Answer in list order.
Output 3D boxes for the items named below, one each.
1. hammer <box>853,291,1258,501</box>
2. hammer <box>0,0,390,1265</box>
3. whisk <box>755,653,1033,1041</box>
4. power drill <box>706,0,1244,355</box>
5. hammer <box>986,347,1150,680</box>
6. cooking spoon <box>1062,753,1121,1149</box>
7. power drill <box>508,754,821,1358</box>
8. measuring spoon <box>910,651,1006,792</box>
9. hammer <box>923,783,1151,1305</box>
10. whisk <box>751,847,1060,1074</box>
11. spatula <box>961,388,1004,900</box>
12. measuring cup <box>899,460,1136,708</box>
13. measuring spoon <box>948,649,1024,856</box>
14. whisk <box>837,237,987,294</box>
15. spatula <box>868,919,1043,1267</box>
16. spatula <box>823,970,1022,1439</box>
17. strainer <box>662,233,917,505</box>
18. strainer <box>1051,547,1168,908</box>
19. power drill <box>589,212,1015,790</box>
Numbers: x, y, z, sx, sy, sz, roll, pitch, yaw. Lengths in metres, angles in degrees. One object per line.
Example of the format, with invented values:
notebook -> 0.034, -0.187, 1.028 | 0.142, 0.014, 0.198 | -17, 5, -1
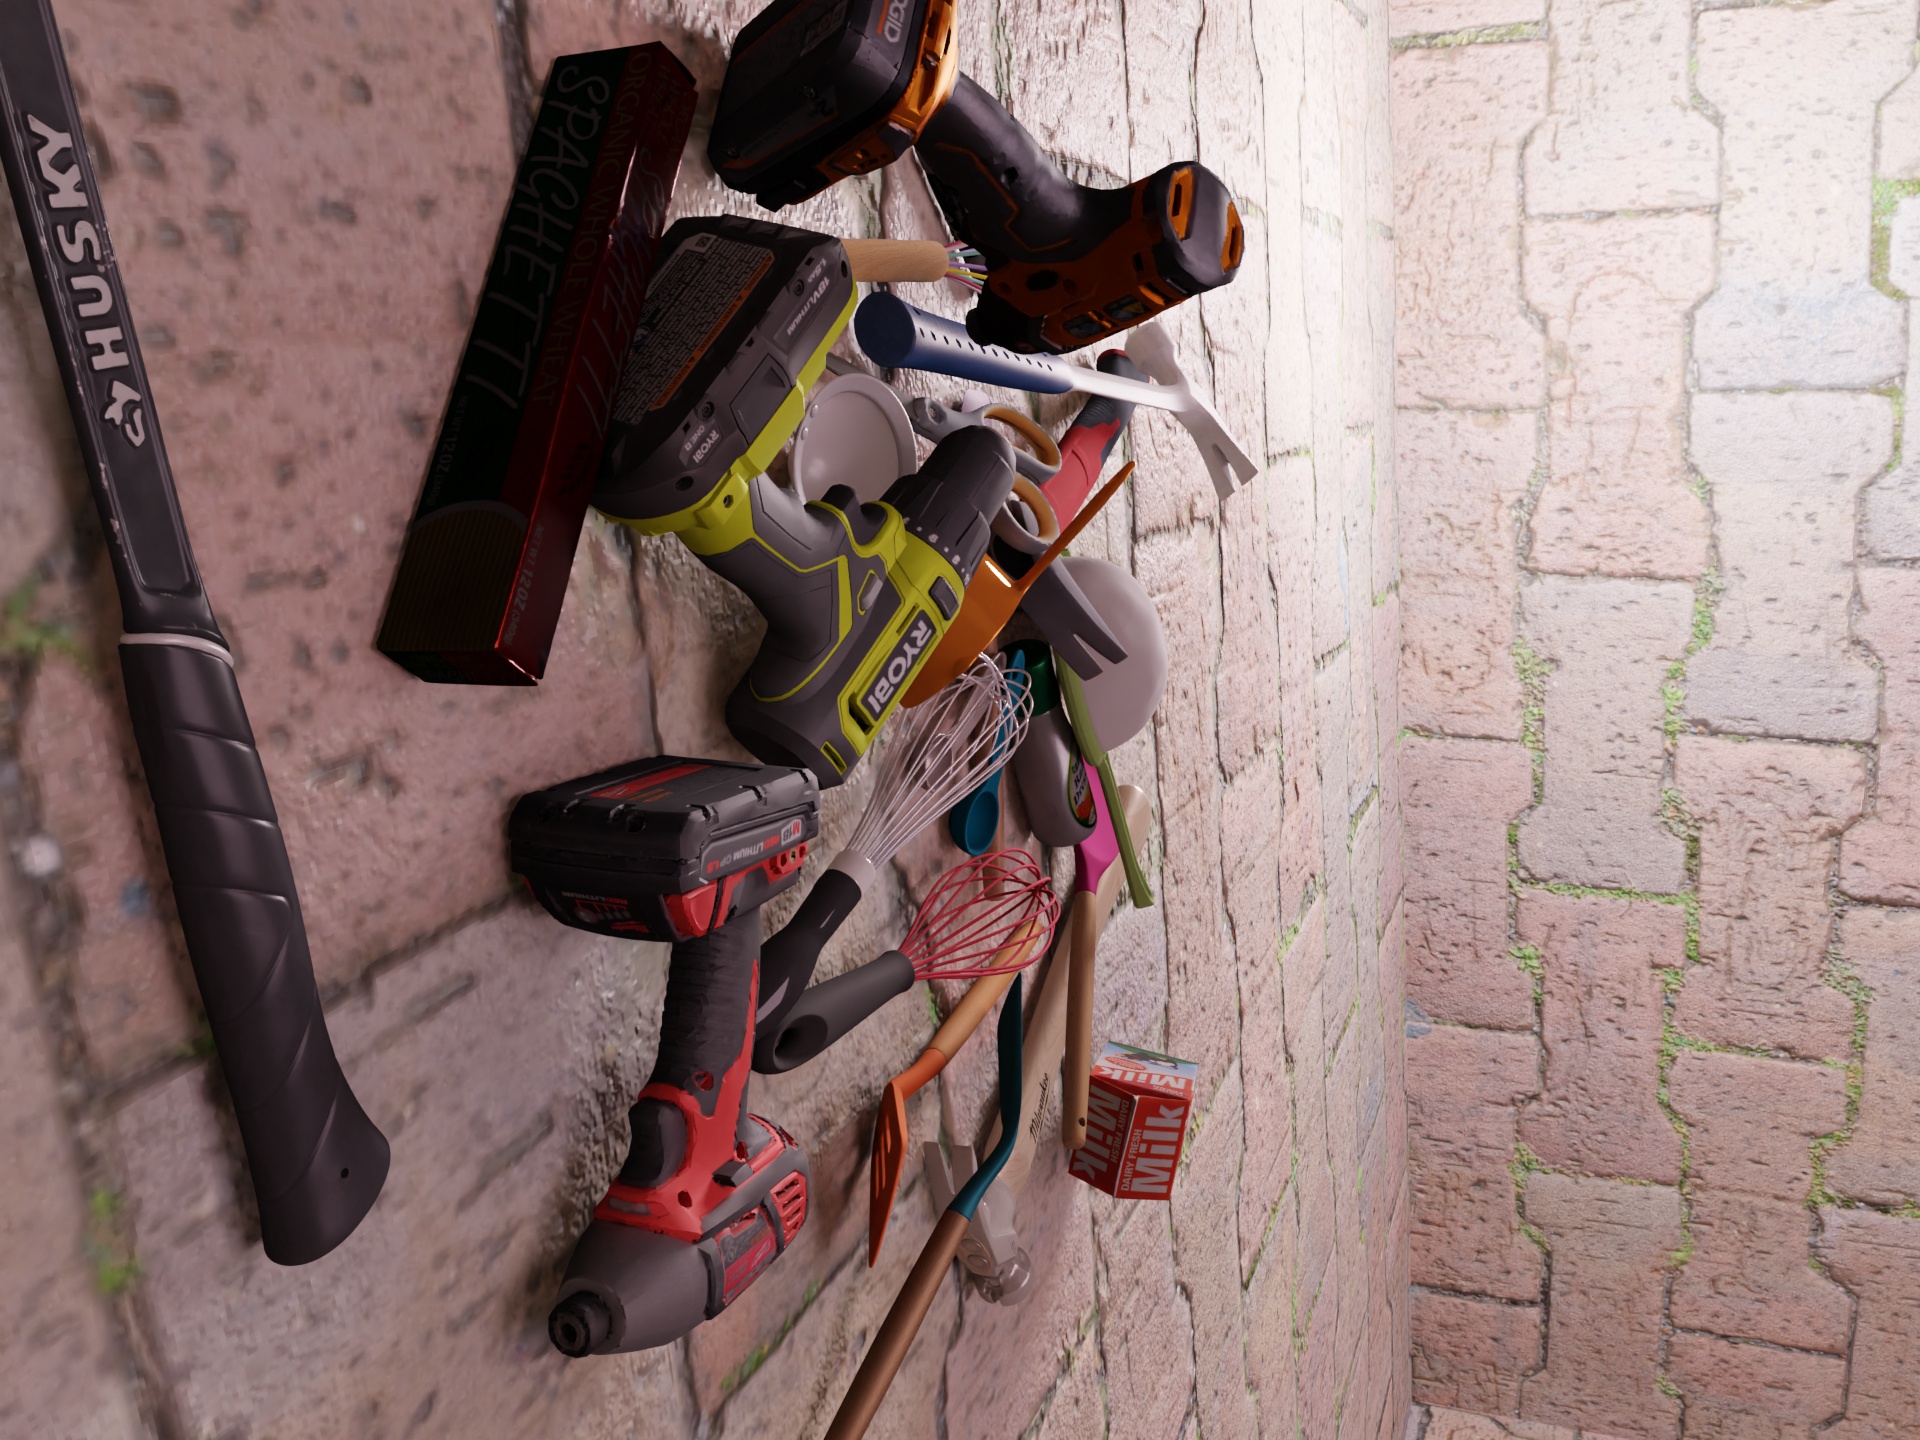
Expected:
hammer -> 0.070, -0.210, 0.989 | 0.405, 0.035, 0.144 | -8, 63, -58
hammer -> -0.215, -0.036, 0.420 | 0.149, 0.036, 0.408 | -39, 127, -60
whisk -> -0.041, 0.057, 0.804 | 0.285, 0.070, 0.070 | -53, 139, -41
power drill -> 0.000, -0.245, 0.741 | 0.226, 0.164, 0.084 | 23, 68, -35
hammer -> 0.089, -0.163, 1.053 | 0.143, 0.038, 0.386 | 53, 28, -13
cooking spoon -> 0.083, 0.141, 1.082 | 0.068, 0.017, 0.319 | 37, 41, -31
power drill -> -0.114, 0.132, 0.623 | 0.143, 0.078, 0.219 | -21, 113, -65
measuring spoon -> -0.001, -0.003, 0.939 | 0.124, 0.018, 0.034 | -57, 143, -45
hammer -> 0.068, 0.183, 1.103 | 0.411, 0.038, 0.146 | -64, 146, -45
whisk -> -0.025, 0.129, 0.858 | 0.296, 0.073, 0.073 | -20, 109, -59
spatula -> 0.014, -0.044, 0.983 | 0.060, 0.018, 0.316 | -16, 104, -67
measuring cup -> 0.013, -0.084, 0.814 | 0.052, 0.173, 0.095 | 42, 11, -13
measuring spoon -> 0.015, 0.018, 0.966 | 0.042, 0.021, 0.129 | 26, 75, -61
whisk -> -0.007, -0.255, 0.876 | 0.245, 0.051, 0.047 | -23, 101, -54
spatula -> 0.002, 0.192, 0.937 | 0.322, 0.041, 0.081 | -40, 148, -62
spatula -> -0.023, 0.285, 0.856 | 0.318, 0.044, 0.082 | -58, 172, -30
strainer -> -0.086, -0.151, 0.713 | 0.258, 0.050, 0.087 | 44, 63, -53
strainer -> 0.116, 0.001, 1.073 | 0.151, 0.069, 0.256 | -58, 133, -76
power drill -> -0.060, -0.100, 0.678 | 0.190, 0.080, 0.228 | -57, 146, -17
